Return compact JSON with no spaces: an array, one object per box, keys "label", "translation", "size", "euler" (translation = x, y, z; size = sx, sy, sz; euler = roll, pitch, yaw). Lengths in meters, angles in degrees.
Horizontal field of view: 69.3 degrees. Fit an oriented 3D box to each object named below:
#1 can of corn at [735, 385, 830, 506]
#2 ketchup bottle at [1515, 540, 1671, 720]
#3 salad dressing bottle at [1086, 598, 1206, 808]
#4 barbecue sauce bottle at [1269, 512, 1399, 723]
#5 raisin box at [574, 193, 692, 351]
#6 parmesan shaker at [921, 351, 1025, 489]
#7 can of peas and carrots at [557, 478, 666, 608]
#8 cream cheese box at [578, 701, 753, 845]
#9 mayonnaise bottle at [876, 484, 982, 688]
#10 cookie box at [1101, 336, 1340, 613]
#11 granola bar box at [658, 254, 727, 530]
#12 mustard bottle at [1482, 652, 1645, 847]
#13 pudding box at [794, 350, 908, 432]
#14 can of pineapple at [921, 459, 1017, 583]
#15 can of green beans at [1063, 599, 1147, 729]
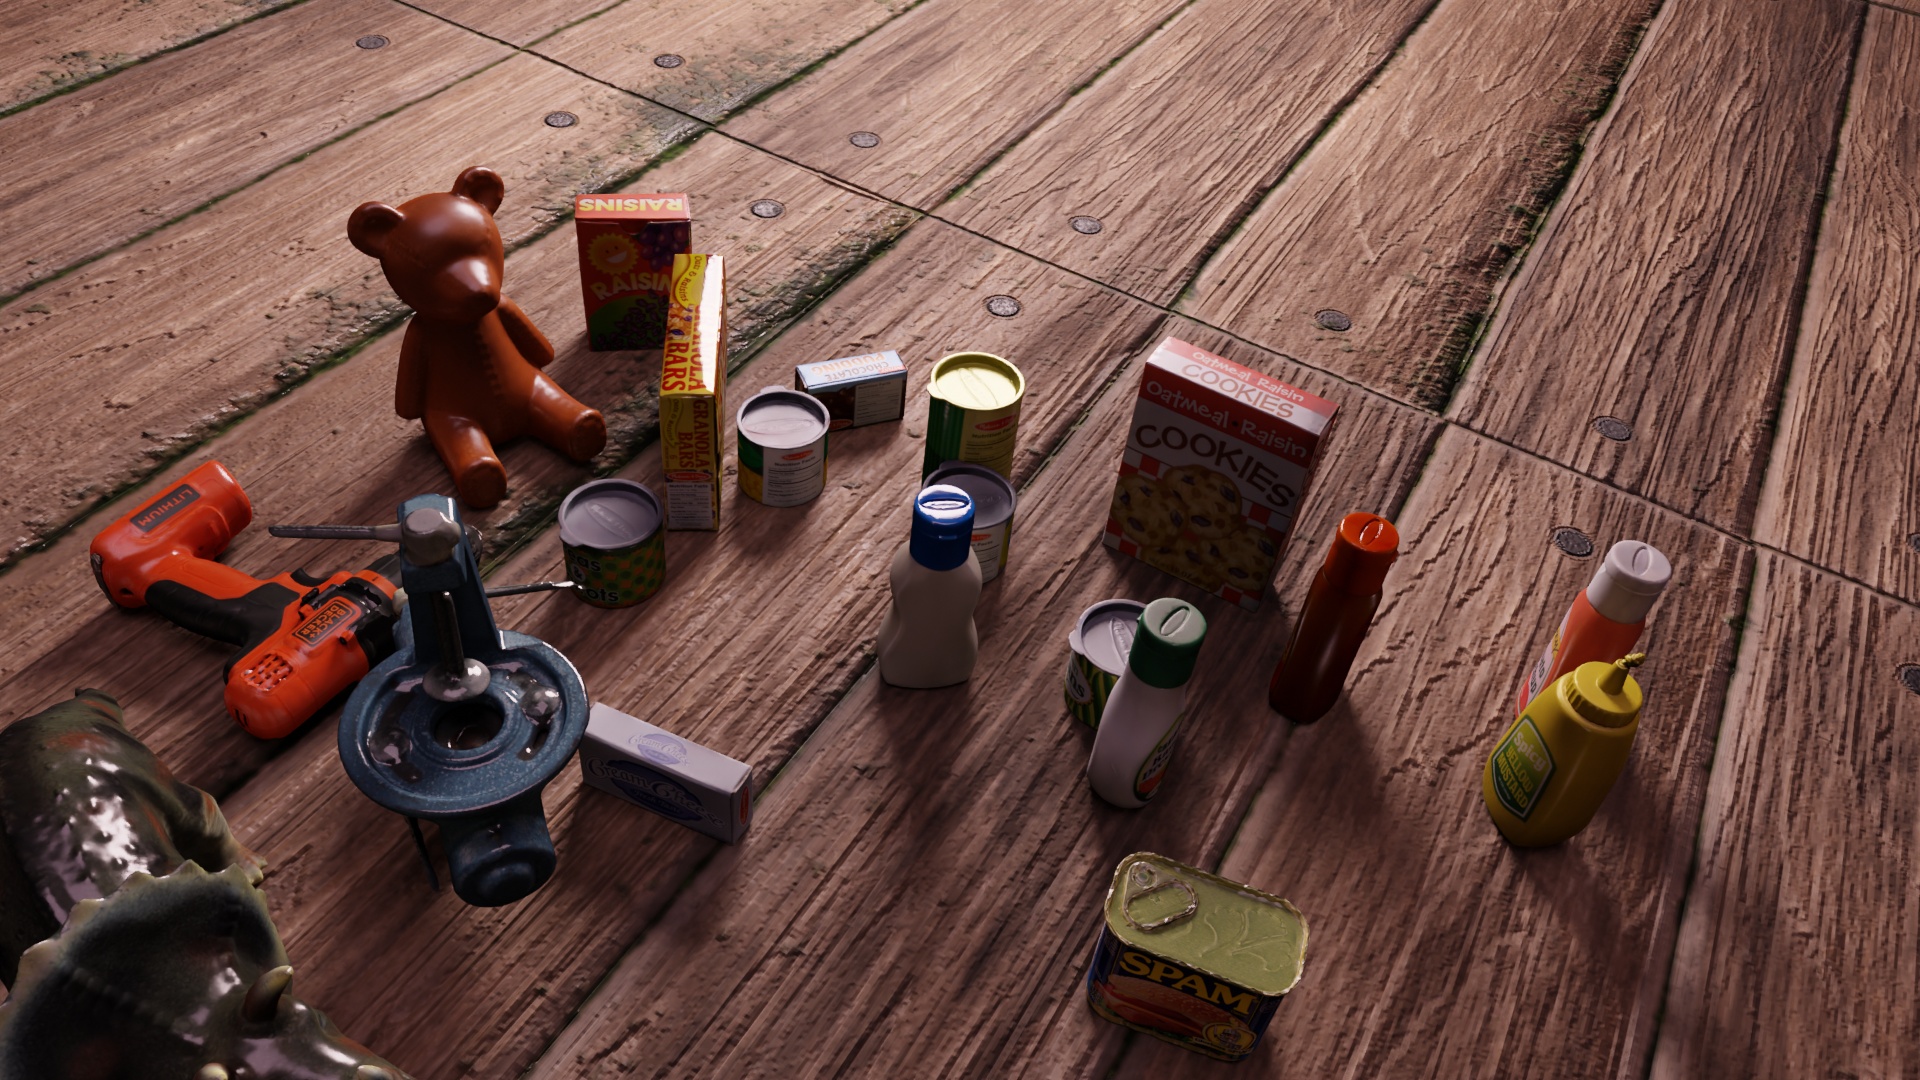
[{"label":"can of corn","translation":[-0.129,-0.068,1.005],"size":[0.071,0.058,0.071],"euler":[4,44,-4]},{"label":"ketchup bottle","translation":[0.401,0.064,0.882],"size":[0.043,0.148,0.065],"euler":[25,46,16]},{"label":"salad dressing bottle","translation":[0.109,0.096,0.807],"size":[0.044,0.146,0.064],"euler":[31,48,22]},{"label":"barbecue sauce bottle","translation":[0.237,0.047,0.875],"size":[0.044,0.147,0.065],"euler":[28,47,19]},{"label":"raisin box","translation":[-0.252,-0.208,1.084],"size":[0.086,0.122,0.040],"euler":[-3,45,-11]},{"label":"parmesan shaker","translation":[0.005,-0.075,0.999],"size":[0.071,0.102,0.072],"euler":[4,44,-4]},{"label":"can of peas and carrots","translation":[-0.230,0.004,0.916],"size":[0.071,0.058,0.071],"euler":[4,44,-4]},{"label":"cream cheese box","translation":[-0.169,0.134,0.795],"size":[0.104,0.053,0.024],"euler":[20,45,12]},{"label":"mayonnaise bottle","translation":[-0.016,0.031,0.856],"size":[0.065,0.147,0.041],"euler":[-2,45,-10]},{"label":"cookie box","translation":[0.172,-0.043,0.945],"size":[0.123,0.166,0.040],"euler":[26,47,17]},{"label":"granola bar box","translation":[-0.188,-0.107,0.989],"size":[0.039,0.123,0.166],"euler":[1,44,-8]},{"label":"mustard bottle","translation":[0.358,0.116,0.814],"size":[0.049,0.159,0.065],"euler":[-3,45,-12]},{"label":"pudding box","translation":[-0.084,-0.113,1.064],"size":[0.084,0.049,0.030],"euler":[-13,48,-20]},{"label":"can of pineapple","translation":[0.003,-0.012,0.967],"size":[0.071,0.057,0.071],"euler":[4,44,-4]},{"label":"can of green beans","translation":[0.102,0.081,0.886],"size":[0.071,0.057,0.071],"euler":[4,44,-4]}]
